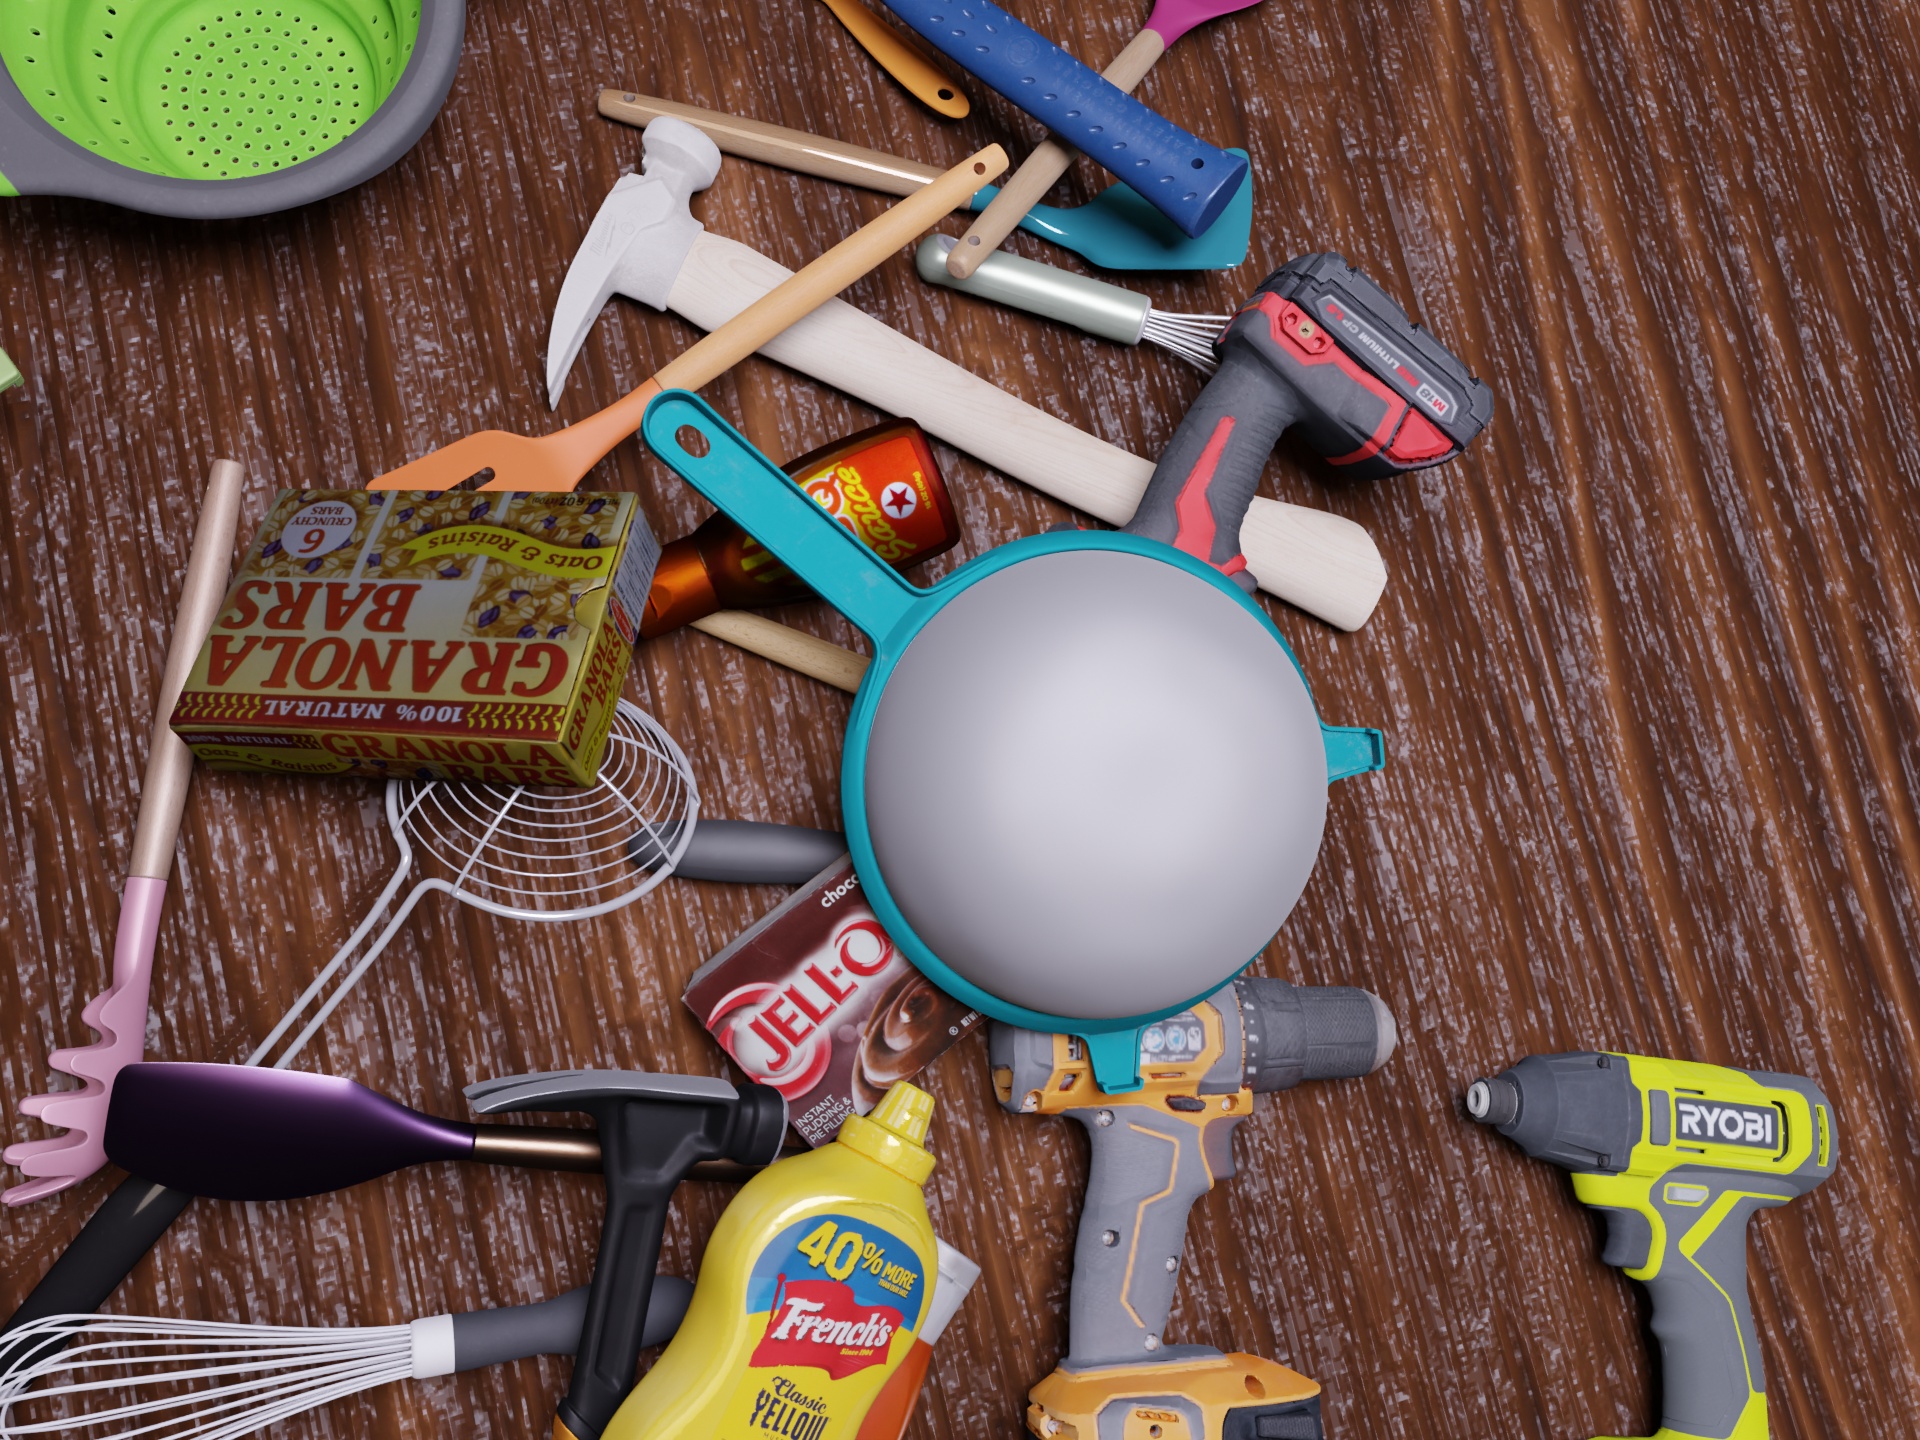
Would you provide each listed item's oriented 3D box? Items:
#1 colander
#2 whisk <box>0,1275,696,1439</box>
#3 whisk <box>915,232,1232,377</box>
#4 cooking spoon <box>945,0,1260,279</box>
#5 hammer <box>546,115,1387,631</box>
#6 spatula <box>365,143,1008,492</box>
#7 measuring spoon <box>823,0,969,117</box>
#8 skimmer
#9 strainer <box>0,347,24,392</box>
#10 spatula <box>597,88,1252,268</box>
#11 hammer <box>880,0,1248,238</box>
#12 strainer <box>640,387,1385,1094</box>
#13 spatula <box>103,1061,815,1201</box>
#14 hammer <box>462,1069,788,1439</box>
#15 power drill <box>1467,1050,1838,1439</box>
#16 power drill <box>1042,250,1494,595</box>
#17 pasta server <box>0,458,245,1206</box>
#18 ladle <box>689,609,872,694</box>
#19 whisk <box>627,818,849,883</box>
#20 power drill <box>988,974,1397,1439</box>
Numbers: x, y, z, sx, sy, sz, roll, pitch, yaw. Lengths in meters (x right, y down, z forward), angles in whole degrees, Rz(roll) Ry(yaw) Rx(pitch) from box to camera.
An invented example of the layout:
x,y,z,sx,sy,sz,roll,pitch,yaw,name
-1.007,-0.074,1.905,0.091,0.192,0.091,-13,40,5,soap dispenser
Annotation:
x,y,z,sx,sy,sz,roll,pitch,yaw,name
-0.247,-0.334,0.712,0.397,0.094,0.204,-28,86,-12,colander
-0.242,0.251,0.626,0.284,0.070,0.070,-2,81,-22,whisk
0.096,-0.193,0.783,0.246,0.059,0.058,16,41,-4,whisk
0.082,-0.321,0.788,0.069,0.017,0.319,35,65,2,cooking spoon
0.011,-0.133,0.758,0.410,0.038,0.146,25,78,-6,hammer
-0.113,-0.160,0.706,0.322,0.041,0.081,-36,101,-5,spatula
-0.037,-0.339,0.788,0.021,0.011,0.117,-41,79,-18,measuring spoon
-0.259,0.131,0.664,0.127,0.090,0.363,39,86,18,skimmer
-0.470,-0.038,0.636,0.151,0.069,0.256,7,80,-12,strainer
-0.017,-0.271,0.773,0.317,0.044,0.082,11,61,-7,spatula
-0.044,-0.352,0.750,0.405,0.035,0.144,38,77,9,hammer
0.016,-0.014,0.613,0.340,0.095,0.211,40,82,-11,strainer
-0.173,0.176,0.648,0.315,0.018,0.059,10,106,-21,spatula
-0.157,0.305,0.622,0.127,0.034,0.337,11,87,-28,hammer
0.312,0.267,0.726,0.171,0.080,0.223,8,75,-10,power drill
0.128,-0.086,0.719,0.143,0.078,0.219,40,88,-7,power drill
-0.342,0.038,0.663,0.040,0.060,0.316,14,74,-35,pasta server
-0.001,-0.002,0.730,0.315,0.069,0.031,22,105,0,ladle
-0.028,0.060,0.715,0.239,0.055,0.055,3,80,-5,whisk
0.109,0.219,0.696,0.185,0.084,0.226,0,76,-12,power drill
